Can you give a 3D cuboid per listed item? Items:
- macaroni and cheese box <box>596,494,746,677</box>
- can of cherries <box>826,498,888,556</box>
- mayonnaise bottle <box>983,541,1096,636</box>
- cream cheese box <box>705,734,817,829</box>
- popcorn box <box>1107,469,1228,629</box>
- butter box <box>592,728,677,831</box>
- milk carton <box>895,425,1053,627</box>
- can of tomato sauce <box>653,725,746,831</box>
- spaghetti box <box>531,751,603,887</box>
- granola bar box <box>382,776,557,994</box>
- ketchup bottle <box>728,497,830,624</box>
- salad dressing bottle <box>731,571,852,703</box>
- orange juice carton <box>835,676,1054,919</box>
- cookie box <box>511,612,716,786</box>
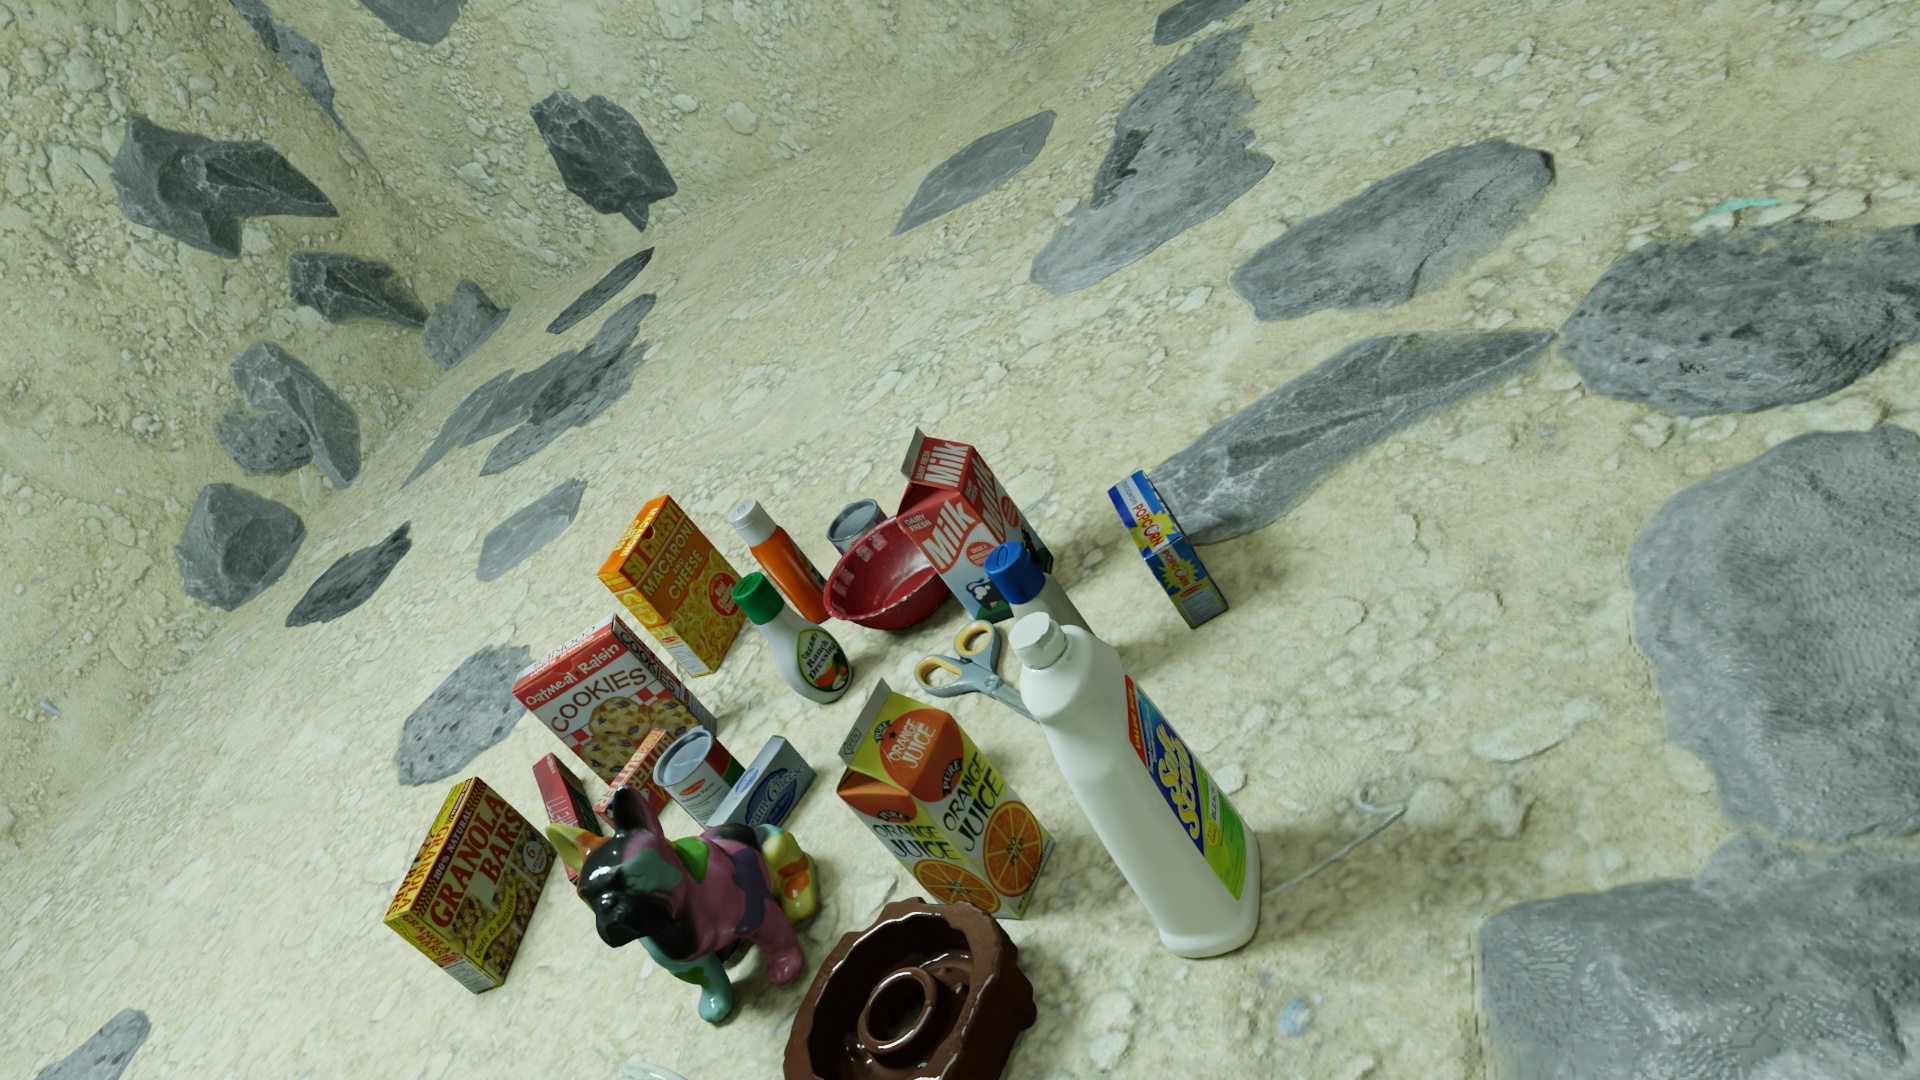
[{"bbox_3d":[-0.309,0.050,1.538,0.040,0.166,0.124,-15,35,34],"label":"macaroni and cheese box"},{"bbox_3d":[-0.102,-0.004,1.505,0.071,0.058,0.072,-27,30,17],"label":"can of cherries"},{"bbox_3d":[0.071,0.064,1.123,0.041,0.147,0.065,-24,31,22],"label":"mayonnaise bottle"},{"bbox_3d":[-0.177,0.231,1.244,0.024,0.053,0.104,-1,45,47],"label":"cream cheese box"},{"bbox_3d":[0.172,0.005,1.165,0.038,0.085,0.127,-32,29,8],"label":"popcorn box"},{"bbox_3d":[-0.312,0.242,1.376,0.024,0.053,0.104,-4,42,45],"label":"butter box"},{"bbox_3d":[0.005,-0.016,1.269,0.073,0.190,0.073,-21,32,27],"label":"milk carton"},{"bbox_3d":[-0.231,0.224,1.282,0.071,0.083,0.071,-27,30,17],"label":"can of tomato sauce"},{"bbox_3d":[-0.386,0.287,1.394,0.029,0.050,0.250,-41,29,-8],"label":"spaghetti box"},{"bbox_3d":[-0.467,0.330,1.340,0.039,0.124,0.166,-24,31,22],"label":"granola bar box"},{"bbox_3d":[-0.188,0.020,1.469,0.043,0.148,0.065,-35,28,2],"label":"ketchup bottle"},{"bbox_3d":[-0.163,0.093,1.335,0.044,0.147,0.064,-4,42,45],"label":"salad dressing bottle"},{"bbox_3d":[-0.019,0.186,0.995,0.073,0.192,0.072,-9,39,40],"label":"orange juice carton"},{"bbox_3d":[-0.347,0.168,1.404,0.123,0.167,0.040,-32,29,8],"label":"cookie box"}]
